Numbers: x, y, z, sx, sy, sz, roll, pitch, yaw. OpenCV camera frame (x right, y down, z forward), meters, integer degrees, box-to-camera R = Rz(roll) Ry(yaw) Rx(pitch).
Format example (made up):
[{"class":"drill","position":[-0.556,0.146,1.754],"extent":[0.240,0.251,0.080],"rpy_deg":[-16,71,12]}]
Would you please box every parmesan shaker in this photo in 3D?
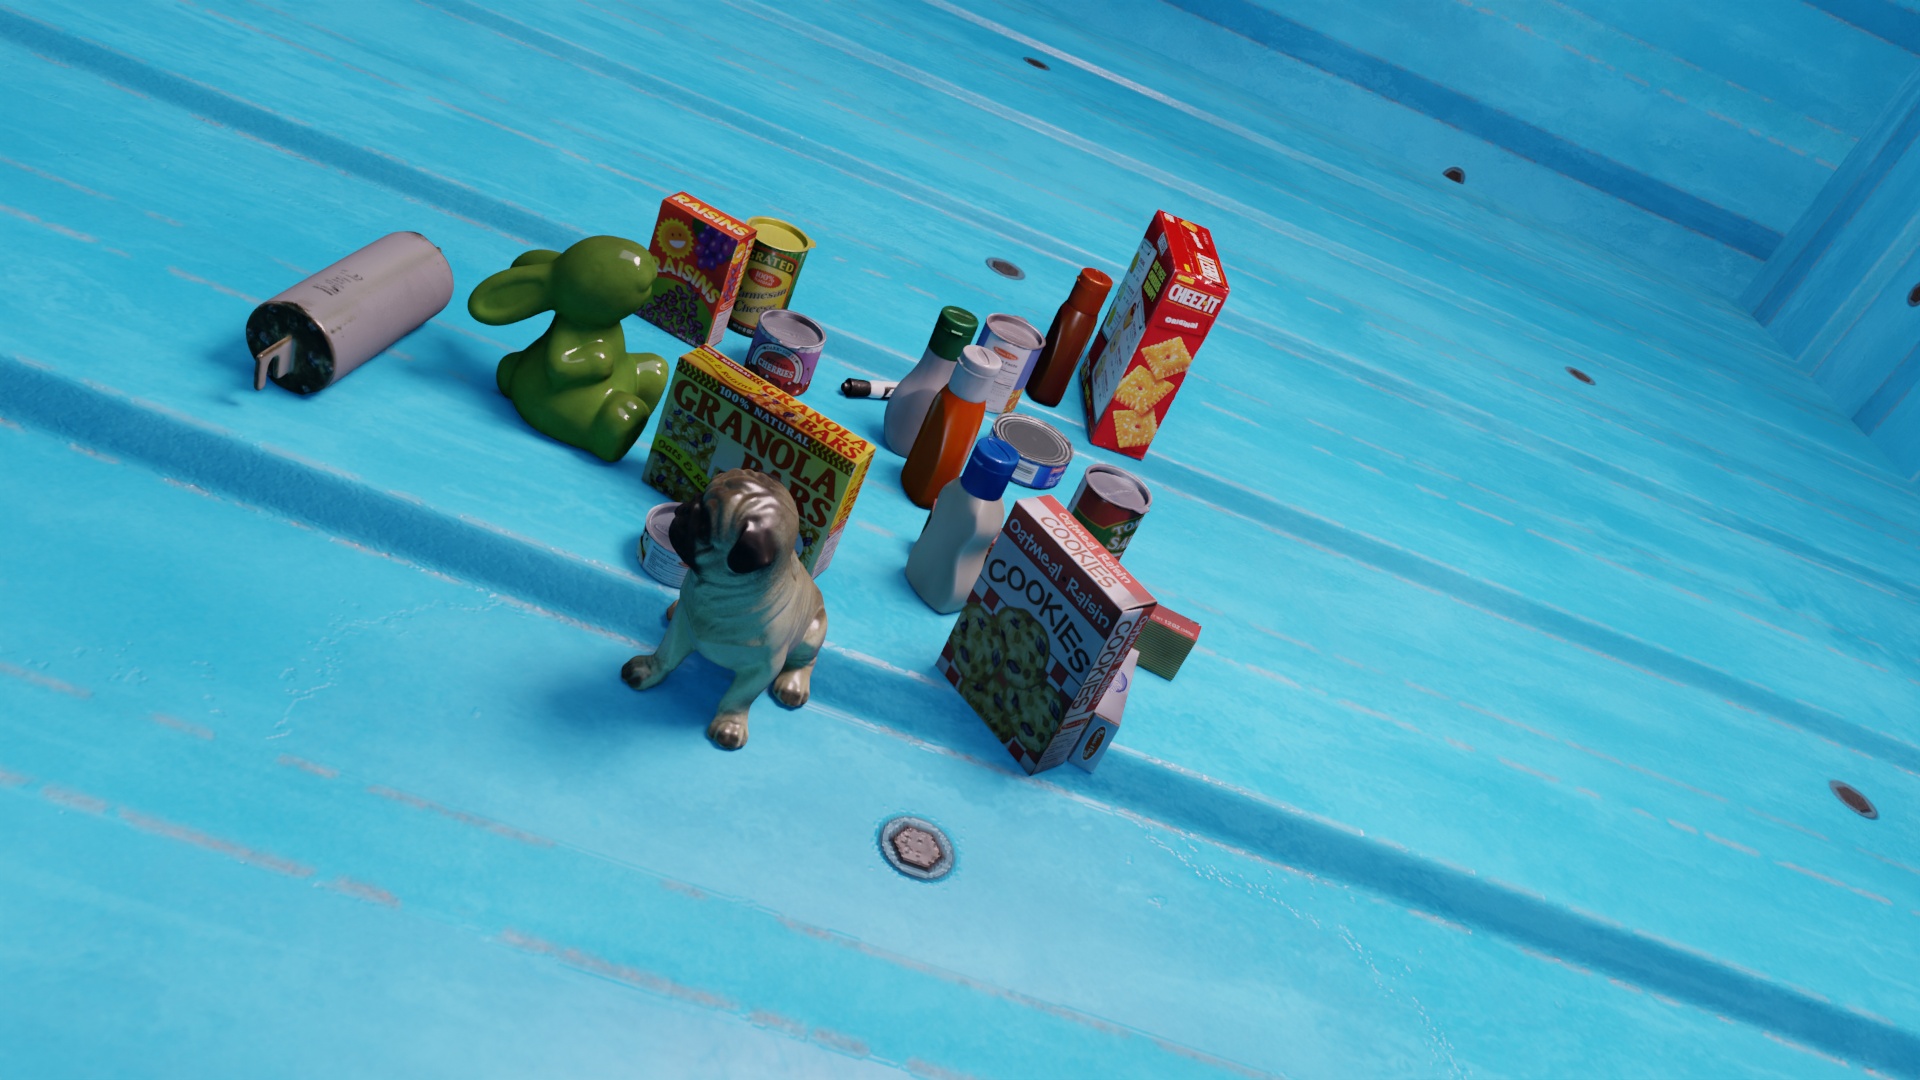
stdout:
[{"class":"parmesan shaker","position":[-0.192,-0.258,1.373],"extent":[0.071,0.102,0.072],"rpy_deg":[18,33,-12]}]

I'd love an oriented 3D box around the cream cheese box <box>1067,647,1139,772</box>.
[{"class":"cream cheese box","position":[0.110,0.127,1.072],"extent":[0.024,0.053,0.104],"rpy_deg":[26,32,1]}]

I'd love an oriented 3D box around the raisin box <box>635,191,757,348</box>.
[{"class":"raisin box","position":[-0.251,-0.253,1.308],"extent":[0.086,0.122,0.040],"rpy_deg":[30,32,7]}]

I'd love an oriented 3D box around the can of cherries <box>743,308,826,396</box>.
[{"class":"can of cherries","position":[-0.168,-0.177,1.315],"extent":[0.071,0.058,0.072],"rpy_deg":[18,33,-12]}]

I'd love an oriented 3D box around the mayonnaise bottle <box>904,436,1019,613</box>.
[{"class":"mayonnaise bottle","position":[0.004,-0.014,1.114],"extent":[0.041,0.147,0.065],"rpy_deg":[-9,45,-42]}]

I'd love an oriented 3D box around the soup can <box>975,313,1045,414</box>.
[{"class":"soup can","position":[0.043,-0.184,1.443],"extent":[0.071,0.083,0.072],"rpy_deg":[18,33,-12]}]

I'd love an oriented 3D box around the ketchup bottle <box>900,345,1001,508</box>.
[{"class":"ketchup bottle","position":[-0.008,-0.102,1.231],"extent":[0.043,0.148,0.065],"rpy_deg":[8,36,-25]}]

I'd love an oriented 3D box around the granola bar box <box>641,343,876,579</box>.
[{"class":"granola bar box","position":[-0.160,-0.060,1.092],"extent":[0.166,0.123,0.039],"rpy_deg":[32,33,10]}]

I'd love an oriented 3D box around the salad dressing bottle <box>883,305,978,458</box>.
[{"class":"salad dressing bottle","position":[-0.025,-0.145,1.282],"extent":[0.064,0.147,0.044],"rpy_deg":[19,33,-10]}]

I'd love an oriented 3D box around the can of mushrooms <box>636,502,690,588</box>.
[{"class":"can of mushrooms","position":[-0.209,0.003,1.054],"extent":[0.071,0.033,0.071],"rpy_deg":[18,33,-12]}]

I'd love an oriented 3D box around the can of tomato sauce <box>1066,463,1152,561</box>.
[{"class":"can of tomato sauce","position":[0.128,-0.016,1.261],"extent":[0.071,0.082,0.071],"rpy_deg":[18,33,-12]}]

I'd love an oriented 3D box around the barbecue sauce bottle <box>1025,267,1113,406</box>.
[{"class":"barbecue sauce bottle","position":[0.116,-0.219,1.481],"extent":[0.044,0.147,0.065],"rpy_deg":[17,33,-12]}]

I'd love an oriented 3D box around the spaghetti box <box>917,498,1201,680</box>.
[{"class":"spaghetti box","position":[0.080,0.042,1.176],"extent":[0.250,0.050,0.029],"rpy_deg":[26,32,1]}]

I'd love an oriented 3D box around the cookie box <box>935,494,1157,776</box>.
[{"class":"cookie box","position":[0.059,0.068,1.015],"extent":[0.040,0.166,0.123],"rpy_deg":[-9,46,-42]}]
